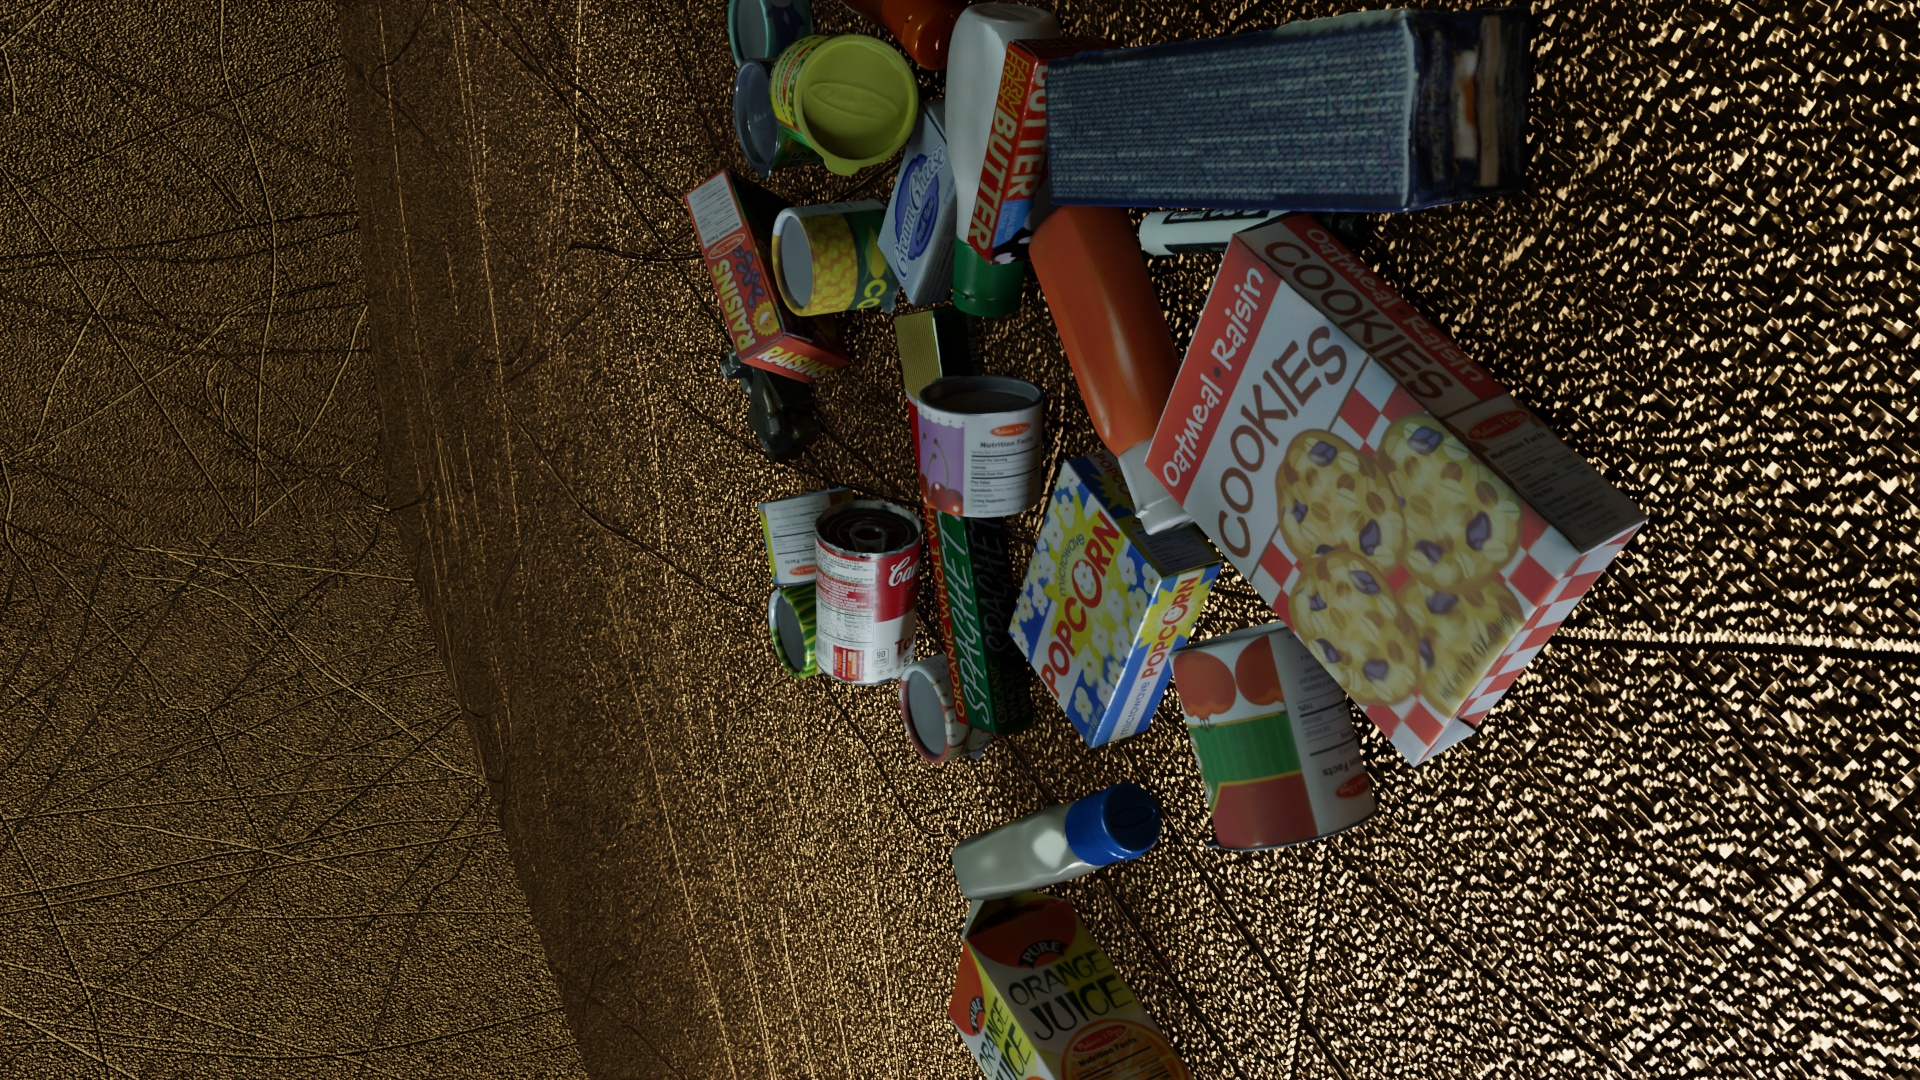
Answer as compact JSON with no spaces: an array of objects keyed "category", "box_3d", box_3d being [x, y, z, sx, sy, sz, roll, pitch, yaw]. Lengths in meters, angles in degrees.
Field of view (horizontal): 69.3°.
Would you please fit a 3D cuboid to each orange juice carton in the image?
[{"category":"orange juice carton","box_3d":[0.053,0.276,0.785,0.193,0.073,0.071,49,142,41]}]

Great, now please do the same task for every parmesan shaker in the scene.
[{"category":"parmesan shaker","box_3d":[-0.068,-0.242,0.766,0.103,0.071,0.071,-129,35,-64]}]

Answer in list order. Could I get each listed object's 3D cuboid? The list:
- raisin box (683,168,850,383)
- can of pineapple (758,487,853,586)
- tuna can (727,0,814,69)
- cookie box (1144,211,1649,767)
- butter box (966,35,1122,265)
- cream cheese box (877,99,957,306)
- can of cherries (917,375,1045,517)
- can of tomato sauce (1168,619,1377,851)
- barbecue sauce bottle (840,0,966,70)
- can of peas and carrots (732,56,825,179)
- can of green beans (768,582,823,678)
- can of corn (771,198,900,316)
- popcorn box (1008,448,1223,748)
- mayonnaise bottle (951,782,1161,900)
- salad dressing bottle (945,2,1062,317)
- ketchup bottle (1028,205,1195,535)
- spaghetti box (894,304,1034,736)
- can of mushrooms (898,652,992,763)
[{"category":"raisin box","box_3d":[-0.124,-0.170,0.906,0.040,0.086,0.123,-25,76,20]},{"category":"can of pineapple","box_3d":[-0.102,-0.003,0.959,0.071,0.071,0.058,-2,99,61]},{"category":"tuna can","box_3d":[-0.122,-0.331,0.891,0.071,0.033,0.070,34,131,52]},{"category":"cookie box","box_3d":[0.146,-0.021,0.509,0.168,0.040,0.122,53,148,29]},{"category":"butter box","box_3d":[0.039,-0.179,0.640,0.024,0.053,0.103,51,143,36]},{"category":"cream cheese box","box_3d":[-0.015,-0.184,0.765,0.053,0.024,0.103,63,149,28]},{"category":"can of cherries","box_3d":[0.010,-0.051,0.734,0.071,0.072,0.058,33,130,52]},{"category":"can of tomato sauce","box_3d":[0.126,0.079,0.574,0.071,0.071,0.083,-21,82,62]},{"category":"barbecue sauce bottle","box_3d":[-0.043,-0.308,0.745,0.149,0.044,0.064,57,147,31]},{"category":"can of peas and carrots","box_3d":[-0.099,-0.260,0.851,0.071,0.059,0.070,35,131,51]},{"category":"can of green beans","box_3d":[-0.097,0.060,0.983,0.071,0.058,0.071,33,130,52]},{"category":"can of corn","box_3d":[-0.075,-0.170,0.846,0.071,0.058,0.071,33,130,53]},{"category":"popcorn box","box_3d":[0.072,0.029,0.683,0.085,0.038,0.126,55,145,36]},{"category":"mayonnaise bottle","box_3d":[0.053,0.164,0.753,0.147,0.065,0.041,-38,64,55]},{"category":"salad dressing bottle","box_3d":[0.018,-0.185,0.687,0.064,0.044,0.146,37,134,40]},{"category":"ketchup bottle","box_3d":[0.075,-0.077,0.625,0.064,0.043,0.149,127,125,-73]},{"category":"spaghetti box","box_3d":[0.003,-0.010,0.803,0.050,0.029,0.249,6,107,61]},{"category":"can of mushrooms","box_3d":[-0.009,0.107,0.870,0.071,0.033,0.070,31,128,52]}]
